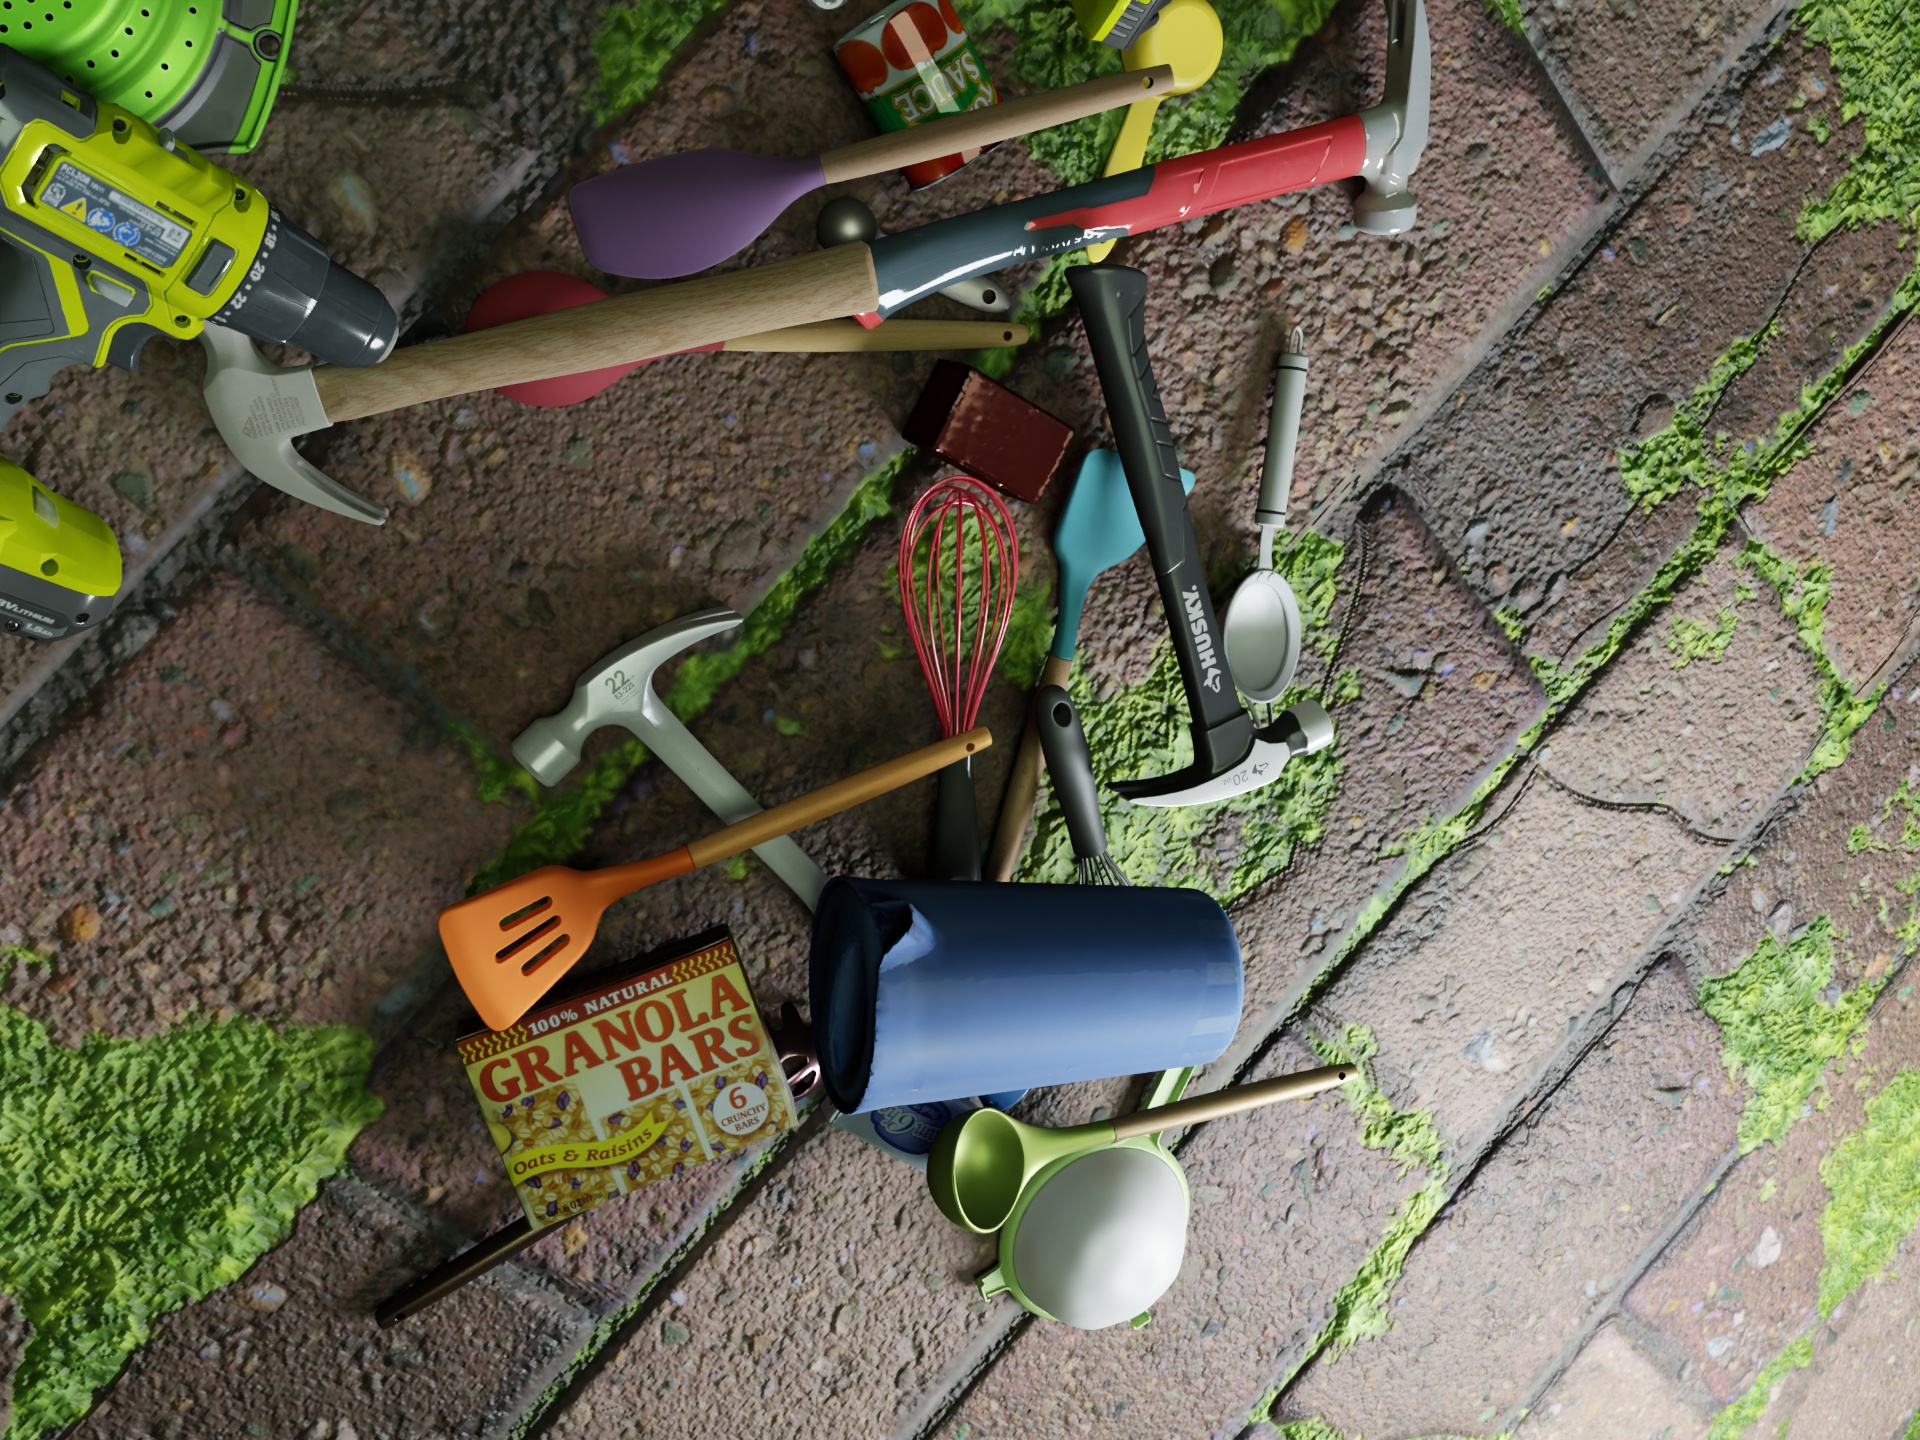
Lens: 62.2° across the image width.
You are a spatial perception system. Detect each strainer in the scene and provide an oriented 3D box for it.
[{"bbox_3d":[0.195,-0.121,1.015,0.086,0.050,0.258,-1,101,-46],"label":"strainer"},{"bbox_3d":[0.129,0.322,1.104,0.151,0.069,0.256,21,98,-27],"label":"strainer"}]

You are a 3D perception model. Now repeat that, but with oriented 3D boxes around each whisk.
[{"bbox_3d":[-0.002,-0.003,0.959,0.073,0.073,0.295,-9,115,-20],"label":"whisk"},{"bbox_3d":[0.085,0.078,1.008,0.055,0.055,0.238,-25,121,-14],"label":"whisk"}]

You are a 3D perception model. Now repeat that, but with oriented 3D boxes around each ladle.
[{"bbox_3d":[-0.106,-0.209,0.869,0.315,0.031,0.069,-7,111,-23],"label":"ladle"},{"bbox_3d":[0.129,0.269,1.055,0.320,0.062,0.078,-9,91,-17],"label":"ladle"}]

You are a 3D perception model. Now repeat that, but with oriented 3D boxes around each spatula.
[{"bbox_3d":[-0.127,0.071,0.893,0.322,0.041,0.081,-22,115,-11],"label":"spatula"},{"bbox_3d":[0.059,-0.012,0.988,0.082,0.044,0.317,8,104,-32],"label":"spatula"},{"bbox_3d":[-0.045,-0.287,0.817,0.316,0.018,0.059,-14,112,5],"label":"spatula"}]

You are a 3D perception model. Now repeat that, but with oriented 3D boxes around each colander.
[{"bbox_3d":[-0.476,-0.347,0.630,0.396,0.095,0.204,14,100,-26],"label":"colander"}]

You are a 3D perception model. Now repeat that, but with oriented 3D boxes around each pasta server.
[{"bbox_3d":[-0.213,0.275,0.972,0.316,0.040,0.060,-31,115,-7],"label":"pasta server"}]

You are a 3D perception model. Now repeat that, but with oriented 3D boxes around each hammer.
[{"bbox_3d":[0.099,-0.308,0.896,0.386,0.038,0.143,-20,127,-17],"label":"hammer"},{"bbox_3d":[0.118,-0.104,0.931,0.146,0.035,0.334,-24,112,-14],"label":"hammer"},{"bbox_3d":[-0.079,0.103,0.969,0.144,0.035,0.405,-43,117,-5],"label":"hammer"},{"bbox_3d":[-0.203,-0.185,0.794,0.331,0.031,0.130,-13,113,-4],"label":"hammer"}]

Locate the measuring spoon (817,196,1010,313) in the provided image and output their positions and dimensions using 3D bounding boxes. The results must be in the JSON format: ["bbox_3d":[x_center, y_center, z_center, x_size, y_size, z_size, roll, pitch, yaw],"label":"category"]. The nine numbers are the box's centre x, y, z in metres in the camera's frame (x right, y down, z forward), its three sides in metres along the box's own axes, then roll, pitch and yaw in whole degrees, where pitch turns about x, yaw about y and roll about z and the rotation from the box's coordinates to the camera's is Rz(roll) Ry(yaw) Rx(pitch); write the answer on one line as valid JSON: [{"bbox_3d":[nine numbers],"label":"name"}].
[{"bbox_3d":[-0.022,-0.257,0.893,0.124,0.018,0.034,18,98,-27],"label":"measuring spoon"}]

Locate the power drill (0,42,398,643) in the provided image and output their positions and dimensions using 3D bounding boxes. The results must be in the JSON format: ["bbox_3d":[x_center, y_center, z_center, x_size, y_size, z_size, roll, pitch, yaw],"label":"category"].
[{"bbox_3d":[-0.383,-0.151,0.703,0.190,0.080,0.228,28,108,-44],"label":"power drill"}]

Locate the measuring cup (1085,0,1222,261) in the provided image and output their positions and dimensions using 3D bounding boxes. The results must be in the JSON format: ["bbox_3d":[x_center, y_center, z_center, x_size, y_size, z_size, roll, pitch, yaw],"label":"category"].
[{"bbox_3d":[0.107,-0.340,0.915,0.062,0.029,0.156,14,100,-26],"label":"measuring cup"}]

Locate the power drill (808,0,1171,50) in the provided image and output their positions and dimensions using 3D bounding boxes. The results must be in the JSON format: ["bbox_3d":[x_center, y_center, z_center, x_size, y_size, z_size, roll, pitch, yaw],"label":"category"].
[{"bbox_3d":[0.001,-0.413,0.790,0.223,0.080,0.171,-1,70,-24],"label":"power drill"}]
